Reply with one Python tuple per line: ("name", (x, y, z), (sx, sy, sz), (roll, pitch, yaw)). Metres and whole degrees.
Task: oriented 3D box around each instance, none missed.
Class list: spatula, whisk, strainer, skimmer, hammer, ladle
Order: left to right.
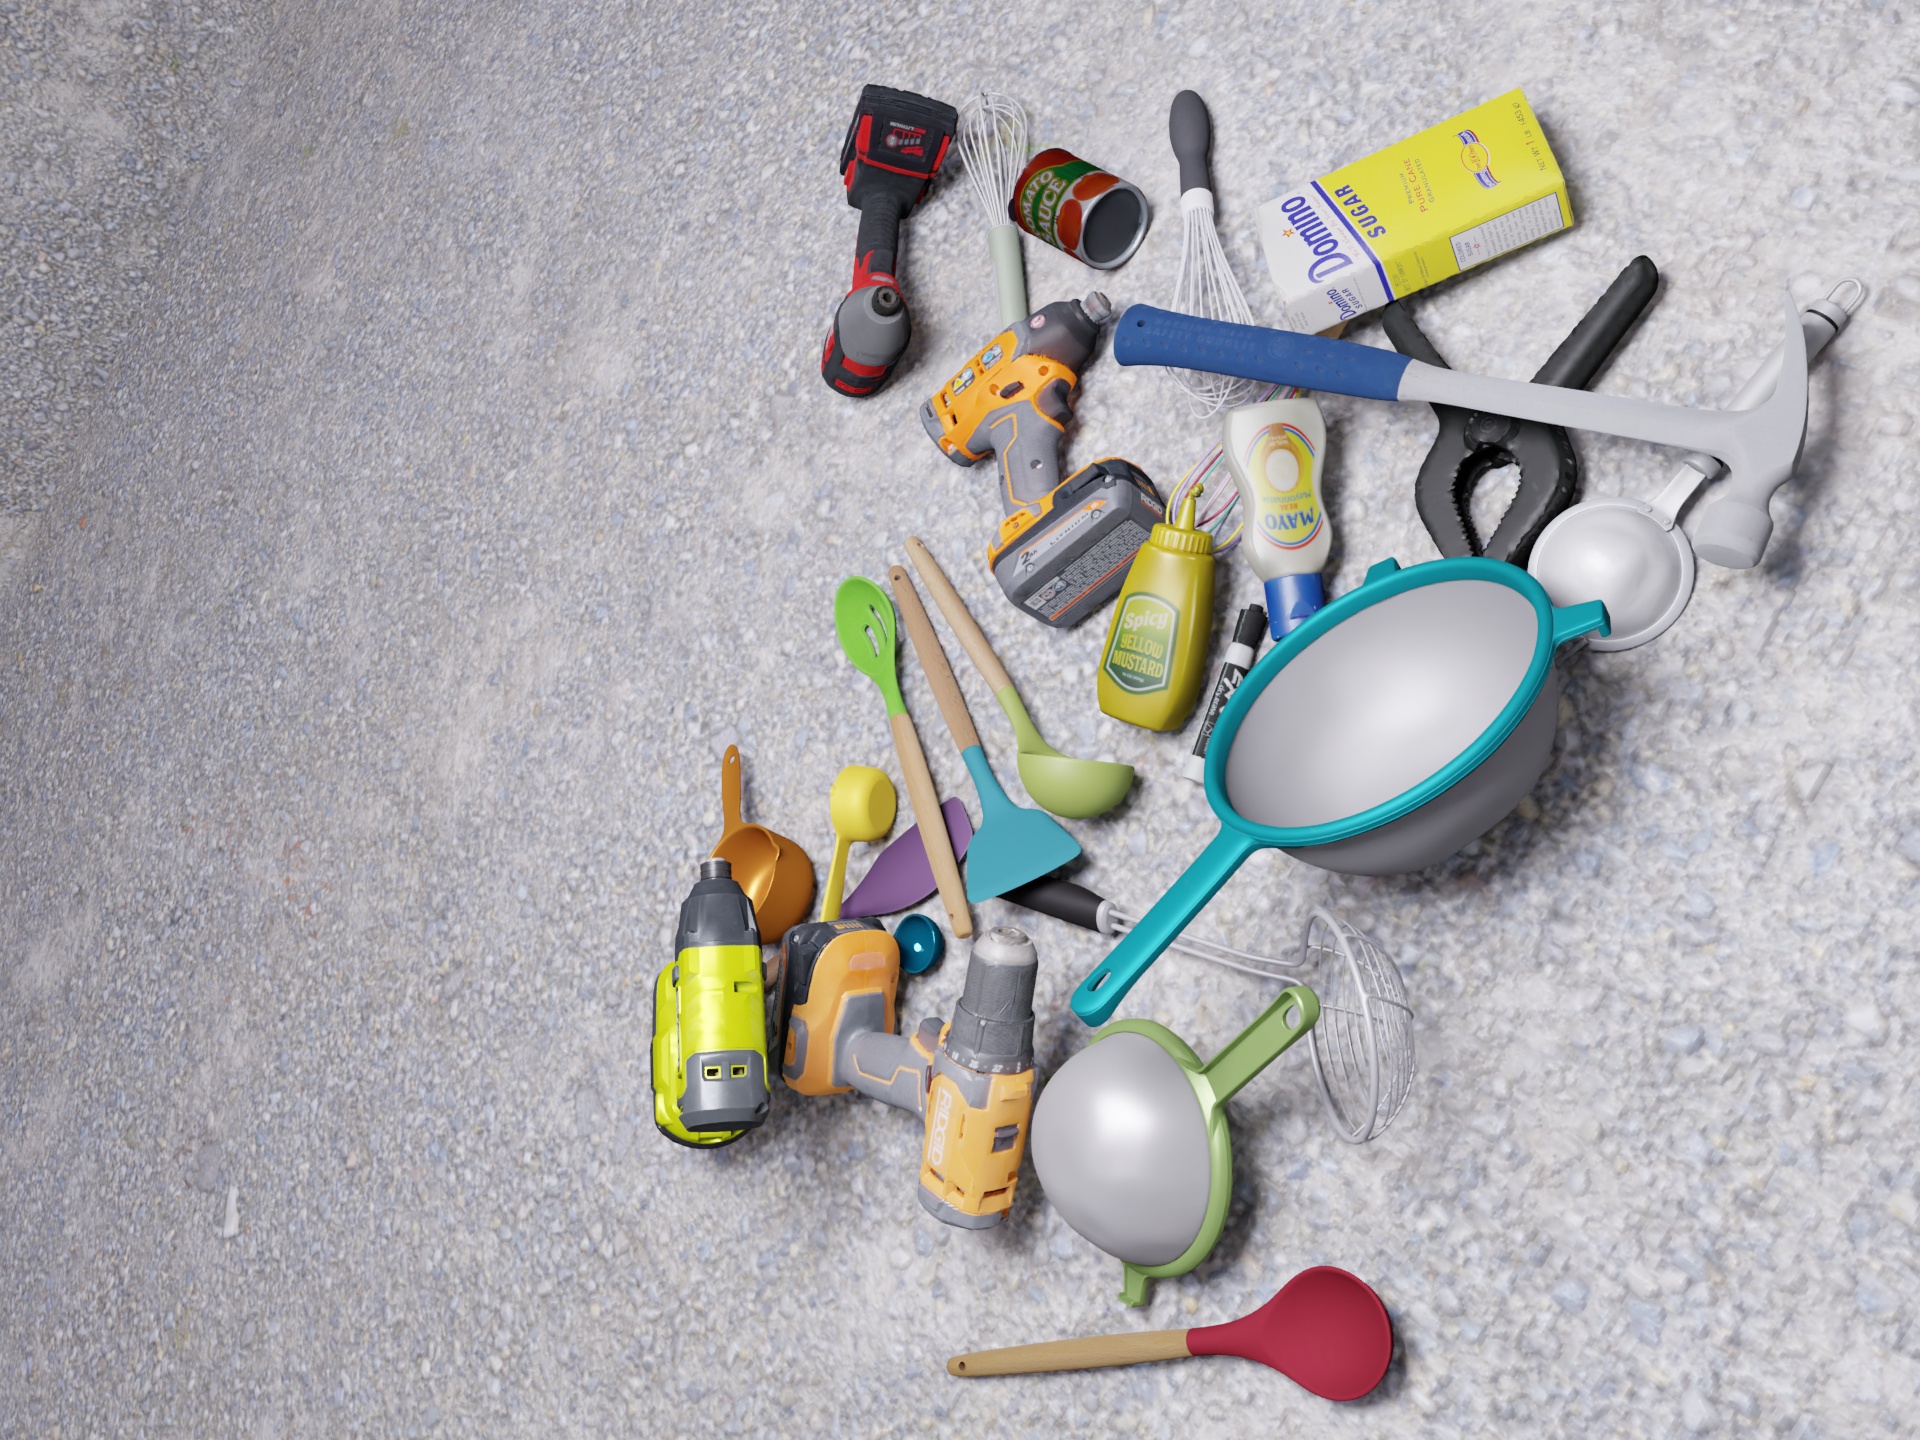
("spatula", (-0.107, 0.164, 1.192), (0.316, 0.018, 0.060), (-39, 48, 22))
("spatula", (-0.002, -0.004, 1.146), (0.082, 0.044, 0.318), (-26, 55, 3))
("ladle", (0.028, -0.046, 1.130), (0.062, 0.078, 0.321), (-59, 41, 28))
("whisk", (0.032, -0.390, 1.250), (0.059, 0.057, 0.246), (-7, 73, 6))
("strainer", (0.108, 0.222, 0.899), (0.256, 0.069, 0.152), (-56, 44, 43))
("skimmer", (0.117, 0.145, 0.965), (0.363, 0.090, 0.127), (14, 116, 44))
("ladle", (0.114, 0.369, 0.934), (0.315, 0.031, 0.069), (-22, 64, 35))
("whisk", (0.169, -0.335, 1.112), (0.070, 0.070, 0.285), (-19, 59, 34))
("whisk", (0.210, -0.217, 1.046), (0.047, 0.051, 0.245), (37, 96, 47))
("strainer", (0.203, 0.059, 0.874), (0.340, 0.095, 0.211), (-46, 24, -6))
("hammer", (0.270, -0.199, 0.918), (0.406, 0.035, 0.144), (20, 82, 34))
("strainer", (0.397, -0.135, 0.865), (0.087, 0.050, 0.258), (42, 100, 24))

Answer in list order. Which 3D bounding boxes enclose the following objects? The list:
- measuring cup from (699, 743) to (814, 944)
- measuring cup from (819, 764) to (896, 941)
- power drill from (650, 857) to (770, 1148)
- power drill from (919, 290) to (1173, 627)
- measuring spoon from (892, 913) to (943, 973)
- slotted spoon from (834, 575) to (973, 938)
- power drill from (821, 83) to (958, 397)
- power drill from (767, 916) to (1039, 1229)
("measuring cup", (-0.159, 0.095, 1.241), (0.095, 0.052, 0.174), (-34, 45, 27))
("measuring cup", (-0.077, 0.107, 1.153), (0.029, 0.062, 0.157), (-1, 68, 27))
("power drill", (-0.169, 0.202, 1.086), (0.223, 0.080, 0.171), (119, 149, -65))
("power drill", (0.068, -0.197, 1.131), (0.164, 0.084, 0.227), (-38, 51, 23))
("measuring spoon", (-0.055, 0.172, 1.152), (0.128, 0.021, 0.042), (-26, 65, 41))
("slotted spoon", (-0.039, 0.021, 1.169), (0.070, 0.031, 0.314), (-51, 46, 41))
("power drill", (-0.062, -0.381, 1.270), (0.143, 0.078, 0.220), (146, 133, -73))
("power drill", (-0.033, 0.197, 1.037), (0.226, 0.084, 0.185), (23, 108, 50))
